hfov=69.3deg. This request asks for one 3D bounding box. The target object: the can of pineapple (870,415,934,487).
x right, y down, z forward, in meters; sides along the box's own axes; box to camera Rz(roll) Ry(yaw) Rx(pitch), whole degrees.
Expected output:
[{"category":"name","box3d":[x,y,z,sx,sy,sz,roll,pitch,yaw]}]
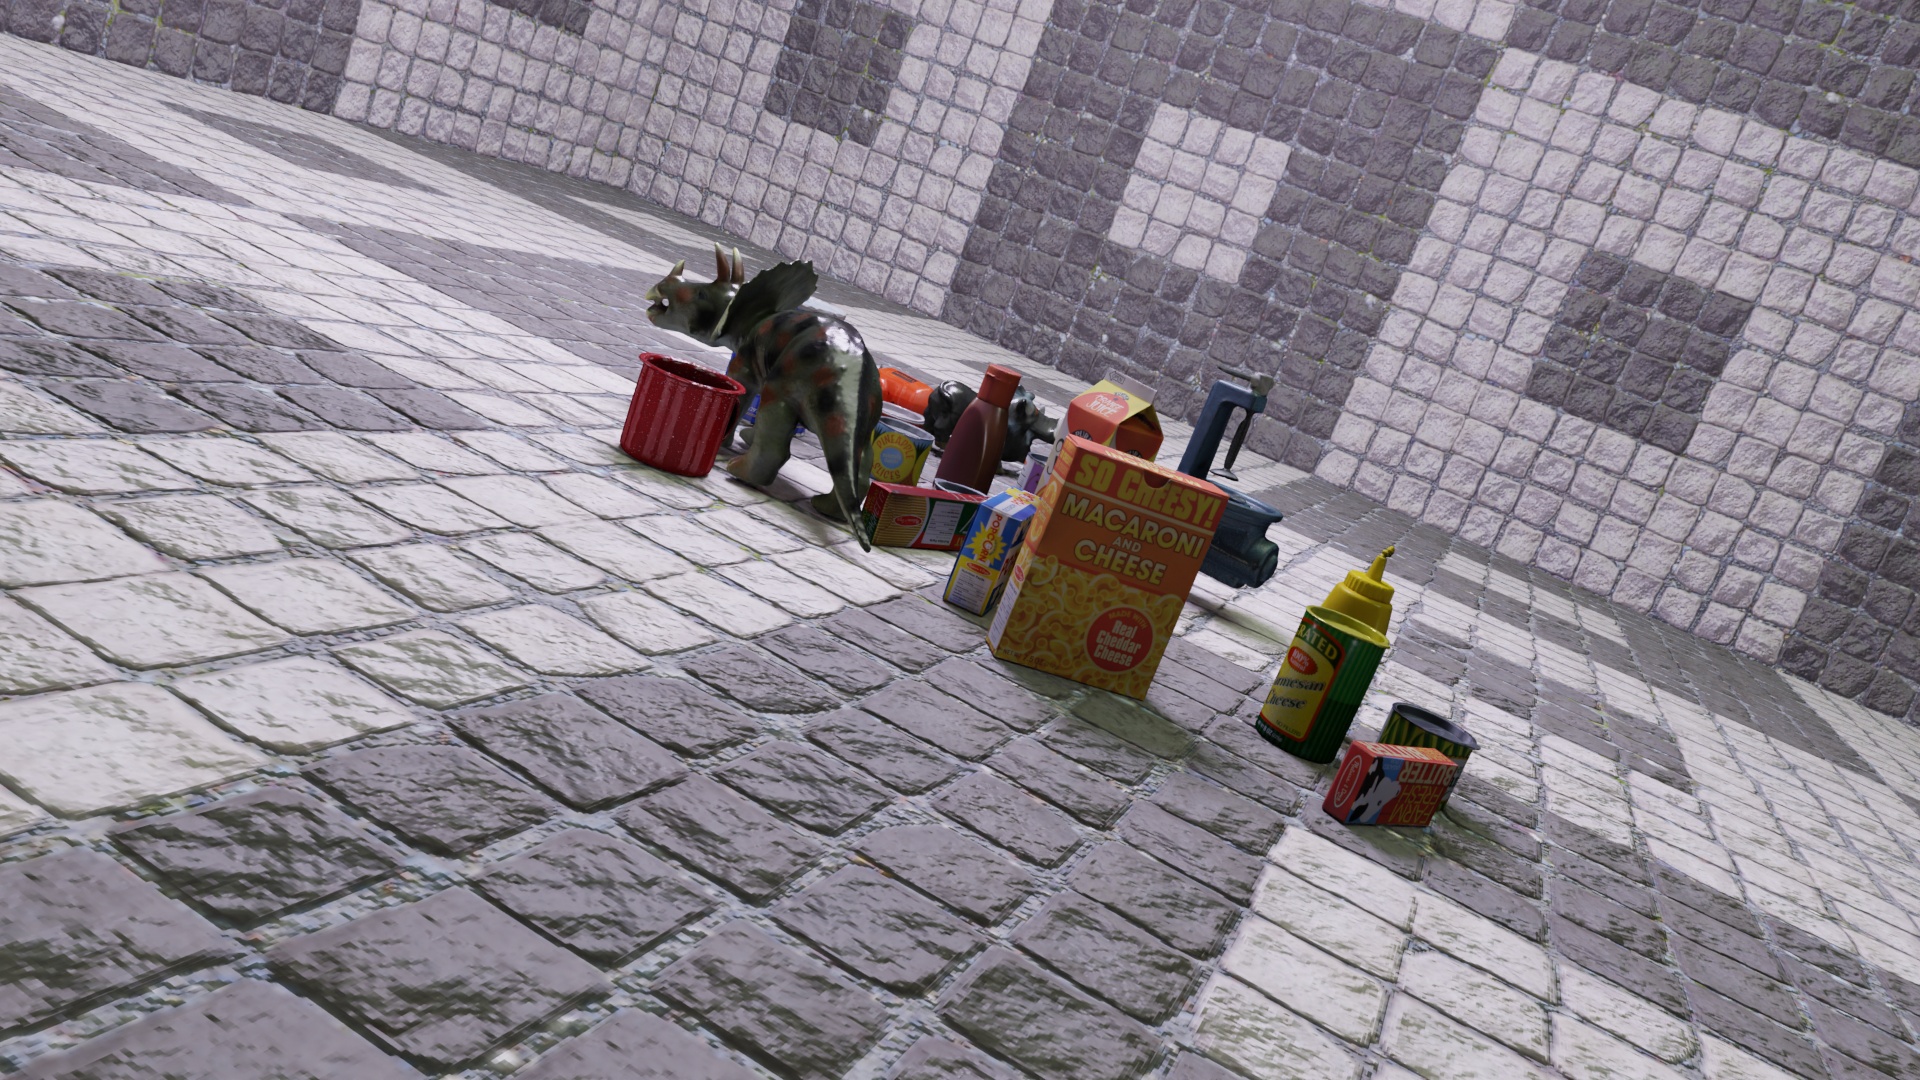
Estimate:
[{"category":"can of pineapple","box3d":[-0.067,-0.091,1.445,0.071,0.057,0.071,20,13,-5]}]

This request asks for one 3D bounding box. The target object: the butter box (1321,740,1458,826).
[{"category":"butter box","box3d":[0.298,0.169,0.961,0.103,0.053,0.024,11,16,-38]}]

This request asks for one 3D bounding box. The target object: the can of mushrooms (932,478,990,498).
[{"category":"can of mushrooms","box3d":[-0.002,-0.033,1.366,0.071,0.033,0.071,20,13,-5]}]

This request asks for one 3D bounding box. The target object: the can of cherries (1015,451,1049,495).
[{"category":"can of cherries","box3d":[0.100,-0.061,1.584,0.071,0.058,0.071,20,13,-5]}]

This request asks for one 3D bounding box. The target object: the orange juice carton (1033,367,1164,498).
[{"category":"orange juice carton","box3d":[0.136,-0.071,1.379,0.073,0.192,0.072,10,17,-42]}]

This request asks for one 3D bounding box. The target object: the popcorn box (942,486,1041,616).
[{"category":"popcorn box","box3d":[0.031,0.006,1.137,0.038,0.085,0.127,23,13,10]}]

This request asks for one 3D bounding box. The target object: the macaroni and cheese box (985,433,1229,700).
[{"category":"macaroni and cheese box","box3d":[0.107,0.021,1.012,0.124,0.166,0.040,18,13,-15]}]

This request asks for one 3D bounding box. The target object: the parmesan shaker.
[{"category":"parmesan shaker","box3d":[0.275,0.110,1.054,0.071,0.102,0.071,20,12,-5]}]

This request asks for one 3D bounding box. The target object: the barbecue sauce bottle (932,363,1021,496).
[{"category":"barbecue sauce bottle","box3d":[0.021,-0.111,1.462,0.044,0.148,0.065,8,18,-45]}]

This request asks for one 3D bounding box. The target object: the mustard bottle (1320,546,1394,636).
[{"category":"mustard bottle","box3d":[0.312,0.076,1.127,0.065,0.159,0.049,28,14,30]}]

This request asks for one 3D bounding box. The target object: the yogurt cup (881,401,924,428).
[{"category":"yogurt cup","box3d":[-0.081,-0.122,1.561,0.072,0.053,0.072,20,13,-5]}]

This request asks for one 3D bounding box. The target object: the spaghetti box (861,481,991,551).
[{"category":"spaghetti box","box3d":[0.005,-0.016,1.267,0.029,0.050,0.250,31,16,37]}]

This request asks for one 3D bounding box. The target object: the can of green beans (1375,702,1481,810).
[{"category":"can of green beans","box3d":[0.347,0.163,1.051,0.071,0.057,0.071,20,13,-5]}]
